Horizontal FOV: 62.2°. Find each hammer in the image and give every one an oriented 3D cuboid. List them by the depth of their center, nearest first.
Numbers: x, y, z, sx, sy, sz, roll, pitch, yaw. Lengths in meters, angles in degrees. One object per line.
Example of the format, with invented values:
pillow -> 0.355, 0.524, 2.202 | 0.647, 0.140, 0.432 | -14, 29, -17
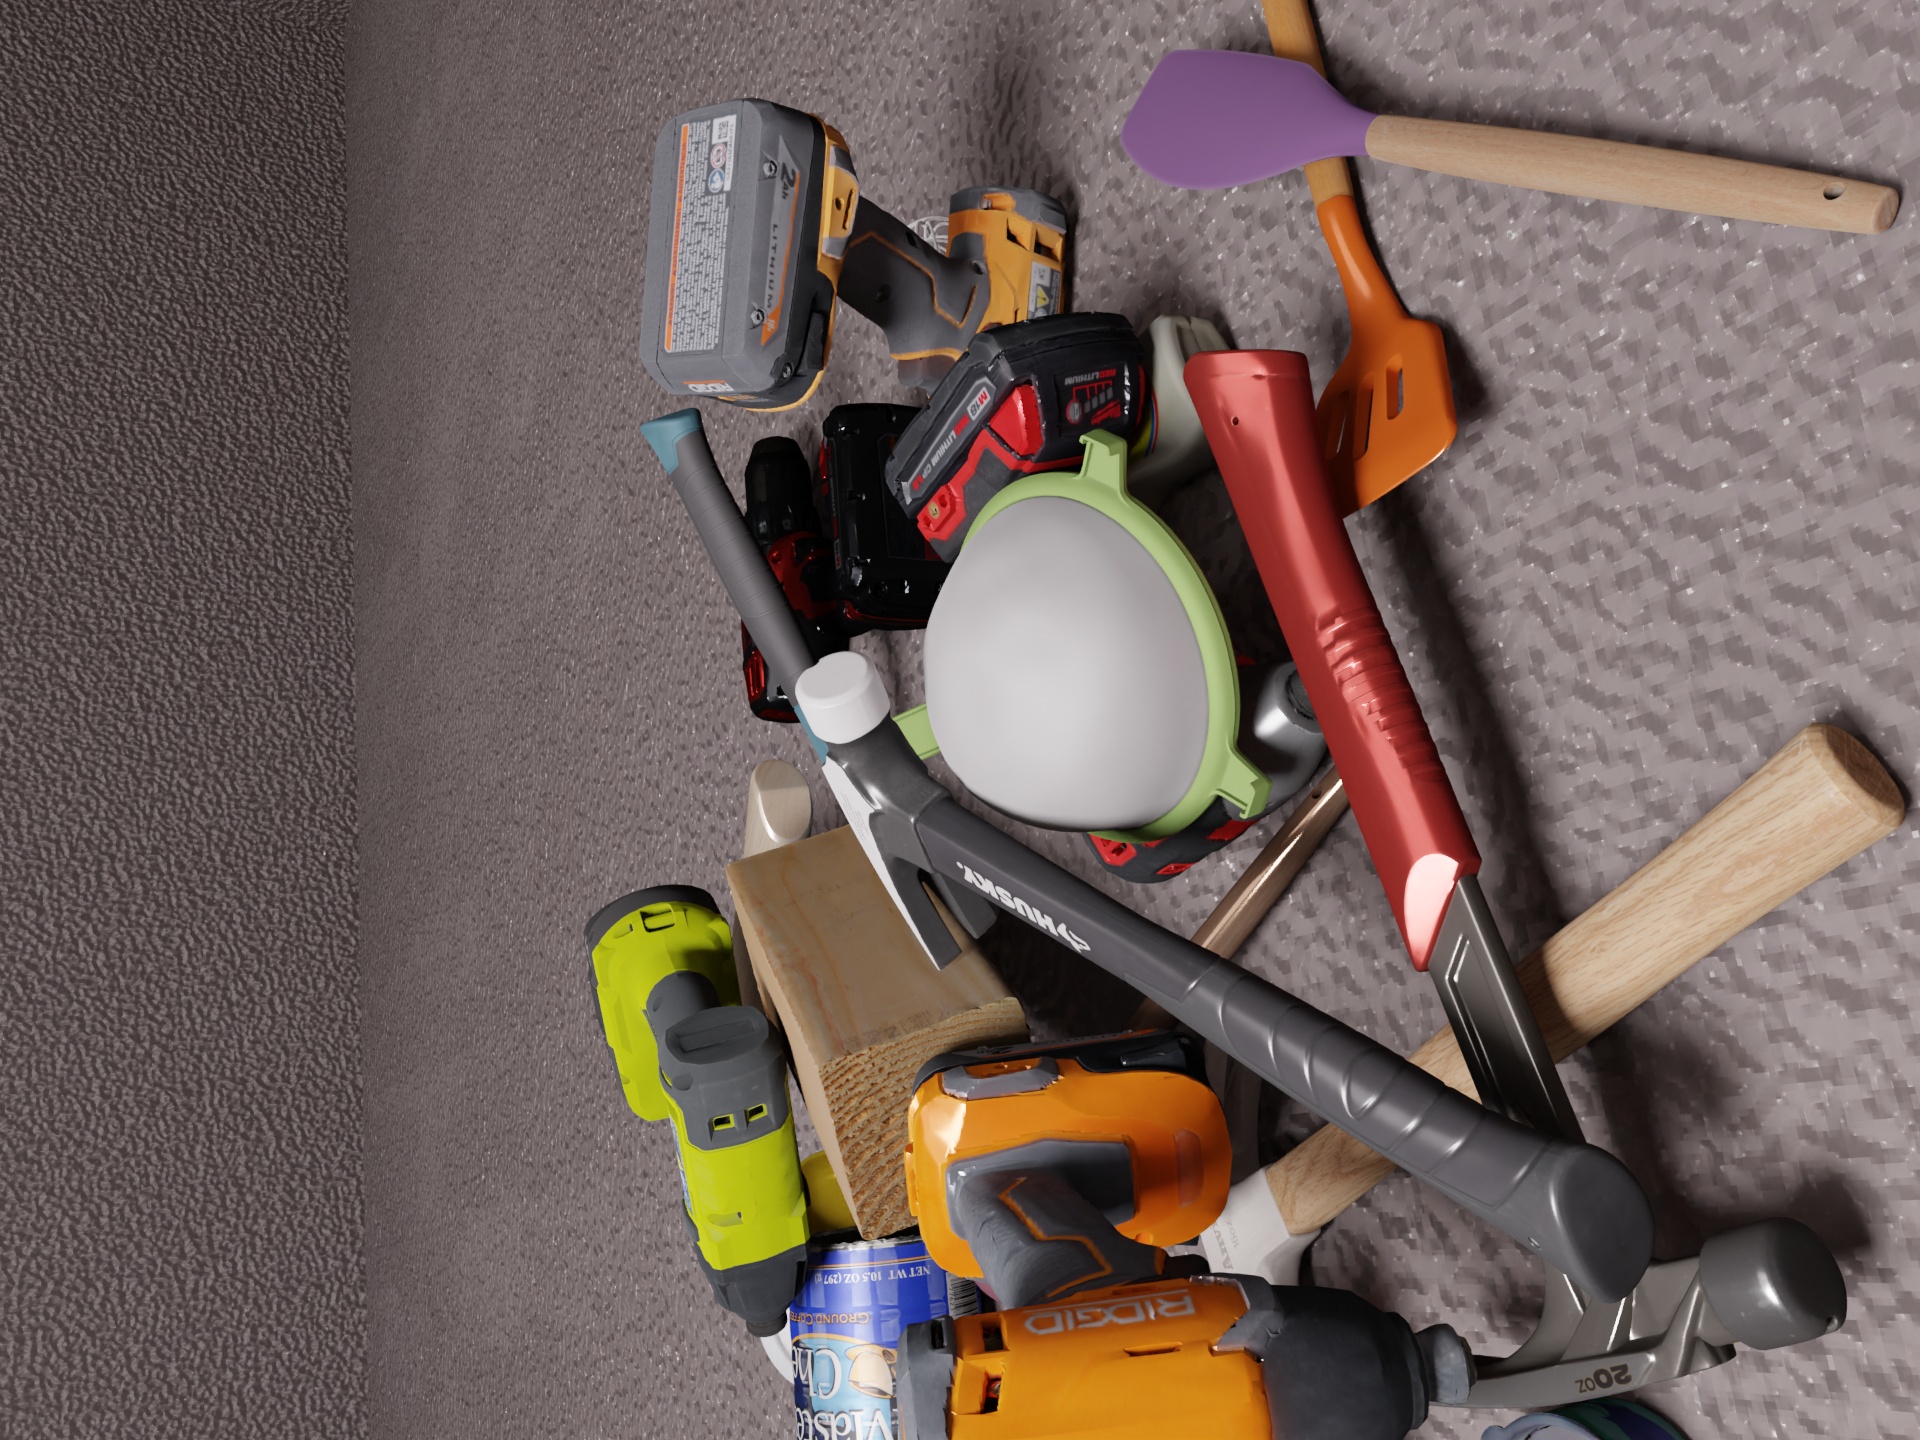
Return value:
hammer -> 0.141, 0.033, 0.525 | 0.149, 0.036, 0.359 | -43, 57, 48
hammer -> 0.070, 0.087, 0.535 | 0.335, 0.035, 0.146 | 28, 149, 43
hammer -> 0.175, 0.113, 0.541 | 0.331, 0.031, 0.130 | -57, 43, 42
hammer -> -0.088, -0.025, 0.877 | 0.331, 0.033, 0.128 | 63, 150, 1
hammer -> -0.140, 0.179, 1.009 | 0.146, 0.038, 0.410 | -119, 31, -43

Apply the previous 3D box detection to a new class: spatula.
spatula -> 0.163, -0.198, 0.552 | 0.316, 0.018, 0.060 | 33, 95, 47
spatula -> 0.136, -0.224, 0.621 | 0.081, 0.041, 0.323 | -32, 60, 49

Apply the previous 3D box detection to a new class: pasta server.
pasta server -> 0.079, 0.142, 0.680 | 0.316, 0.040, 0.060 | -58, 32, 25

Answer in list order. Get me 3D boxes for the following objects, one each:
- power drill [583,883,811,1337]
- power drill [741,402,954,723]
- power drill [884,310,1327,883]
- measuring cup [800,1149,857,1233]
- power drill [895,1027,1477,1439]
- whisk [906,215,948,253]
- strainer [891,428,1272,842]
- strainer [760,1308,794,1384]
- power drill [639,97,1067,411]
power drill -> -0.133, 0.195, 0.829 | 0.223, 0.080, 0.171 | -138, 39, -61
power drill -> -0.077, -0.112, 0.952 | 0.226, 0.080, 0.188 | -30, 62, 59
power drill -> 0.067, -0.052, 0.656 | 0.220, 0.078, 0.143 | 62, 143, 13
measuring cup -> -0.049, 0.319, 0.915 | 0.157, 0.062, 0.029 | 54, 169, 30
power drill -> 0.060, 0.179, 0.531 | 0.226, 0.164, 0.084 | -108, 12, -80
whisk -> 0.000, -0.154, 0.849 | 0.057, 0.059, 0.246 | 45, -143, -78
strainer -> -0.001, -0.002, 0.648 | 0.256, 0.069, 0.151 | -23, 90, 52
strainer -> -0.062, 0.414, 0.926 | 0.087, 0.050, 0.259 | -33, 63, 27
power drill -> -0.036, -0.170, 0.736 | 0.084, 0.226, 0.185 | 8, 94, 41
